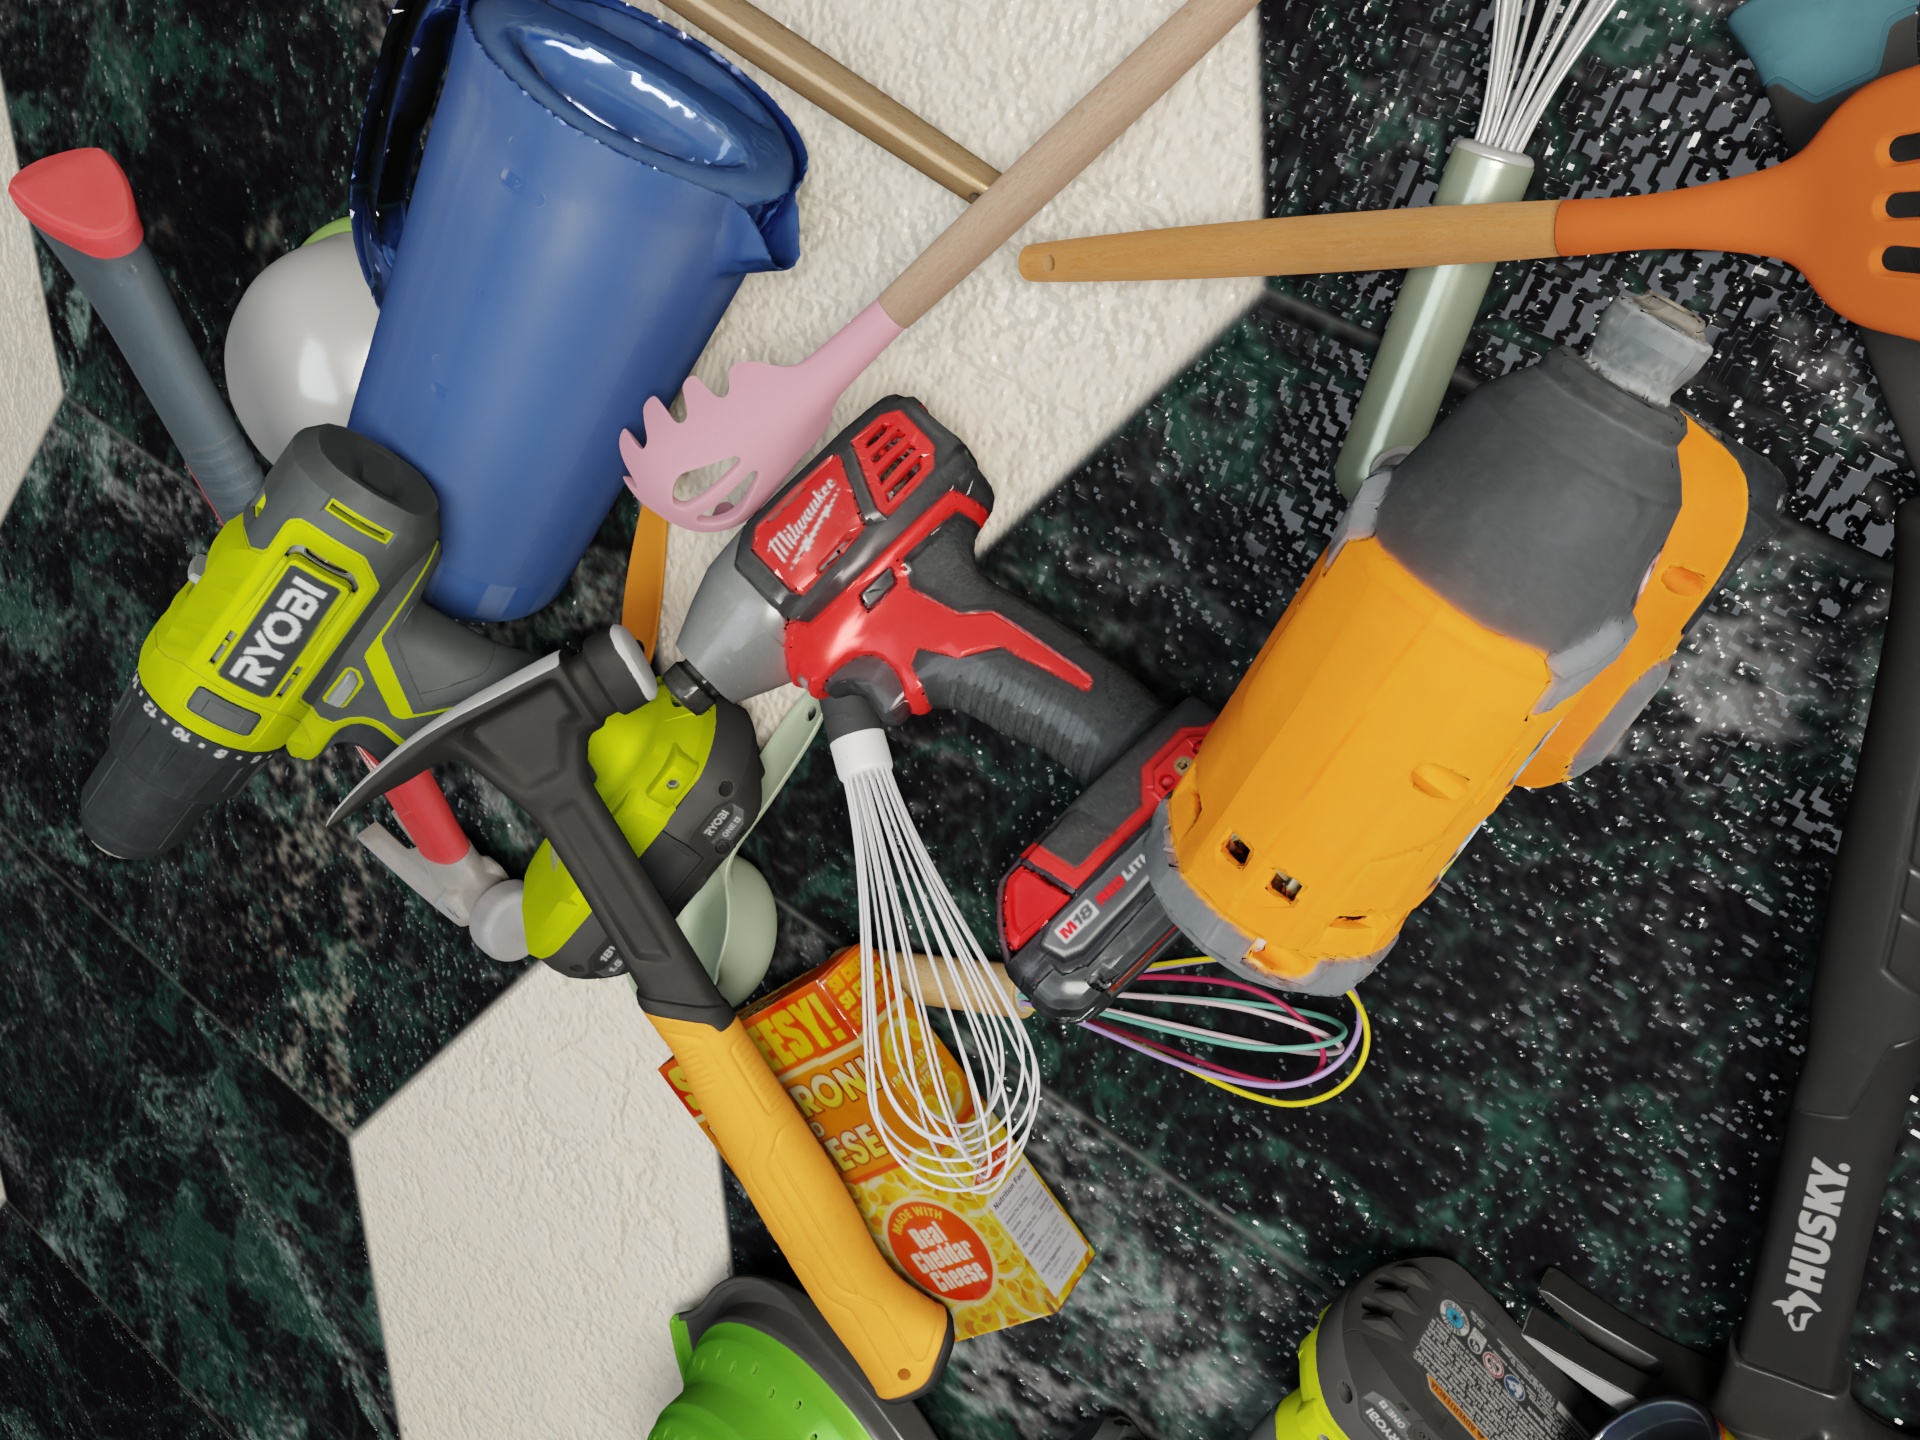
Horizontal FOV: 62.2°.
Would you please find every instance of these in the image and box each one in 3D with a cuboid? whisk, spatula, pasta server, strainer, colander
[{"bbox_3d":[0.043,0.114,0.630,0.245,0.051,0.047,0,109,36],"label":"whisk"},{"bbox_3d":[-0.030,0.044,0.626,0.070,0.070,0.285,-26,74,35],"label":"whisk"},{"bbox_3d":[0.142,-0.137,0.450,0.323,0.041,0.081,9,114,39],"label":"spatula"},{"bbox_3d":[-0.006,-0.166,0.563,0.316,0.060,0.040,-38,41,21],"label":"pasta server"},{"bbox_3d":[0.162,-0.177,0.474,0.059,0.057,0.246,-125,44,-51],"label":"whisk"},{"bbox_3d":[-0.265,-0.186,0.726,0.256,0.069,0.151,-34,84,36],"label":"strainer"},{"bbox_3d":[-0.032,0.368,0.662,0.397,0.094,0.204,1,109,46],"label":"colander"}]

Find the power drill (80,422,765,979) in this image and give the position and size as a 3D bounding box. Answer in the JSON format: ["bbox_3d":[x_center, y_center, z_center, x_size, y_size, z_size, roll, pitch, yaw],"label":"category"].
[{"bbox_3d":[-0.215,0.015,0.645,0.190,0.228,0.080,-49,31,14],"label":"power drill"}]

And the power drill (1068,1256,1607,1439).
[{"bbox_3d":[0.142,0.318,0.606,0.171,0.080,0.223,47,126,13],"label":"power drill"}]

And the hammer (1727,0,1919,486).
[{"bbox_3d":[0.290,-0.047,0.432,0.128,0.033,0.331,-21,91,34],"label":"hammer"}]

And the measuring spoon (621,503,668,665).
[{"bbox_3d":[-0.138,-0.072,0.715,0.021,0.011,0.116,26,120,23],"label":"measuring spoon"}]

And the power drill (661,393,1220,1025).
[{"bbox_3d":[-0.001,-0.002,0.576,0.143,0.078,0.220,-43,75,-3],"label":"power drill"}]

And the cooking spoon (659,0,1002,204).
[{"bbox_3d":[-0.113,-0.272,0.573,0.319,0.017,0.068,33,148,-2],"label":"cooking spoon"}]

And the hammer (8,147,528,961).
[{"bbox_3d":[-0.292,-0.056,0.689,0.143,0.038,0.385,26,144,39],"label":"hammer"}]

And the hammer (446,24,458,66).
[{"bbox_3d":[-0.139,-0.447,0.593,0.144,0.035,0.405,36,120,19],"label":"hammer"}]

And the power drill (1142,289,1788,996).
[{"bbox_3d":[0.145,-0.035,0.409,0.084,0.226,0.164,39,120,18],"label":"power drill"}]

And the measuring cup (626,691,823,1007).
[{"bbox_3d":[-0.091,0.058,0.706,0.083,0.038,0.167,43,106,42],"label":"measuring cup"}]

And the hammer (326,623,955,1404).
[{"bbox_3d":[-0.103,0.136,0.623,0.127,0.034,0.336,-29,104,1],"label":"hammer"}]

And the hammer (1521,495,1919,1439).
[{"bbox_3d":[0.252,0.097,0.458,0.146,0.035,0.334,13,122,31],"label":"hammer"}]
